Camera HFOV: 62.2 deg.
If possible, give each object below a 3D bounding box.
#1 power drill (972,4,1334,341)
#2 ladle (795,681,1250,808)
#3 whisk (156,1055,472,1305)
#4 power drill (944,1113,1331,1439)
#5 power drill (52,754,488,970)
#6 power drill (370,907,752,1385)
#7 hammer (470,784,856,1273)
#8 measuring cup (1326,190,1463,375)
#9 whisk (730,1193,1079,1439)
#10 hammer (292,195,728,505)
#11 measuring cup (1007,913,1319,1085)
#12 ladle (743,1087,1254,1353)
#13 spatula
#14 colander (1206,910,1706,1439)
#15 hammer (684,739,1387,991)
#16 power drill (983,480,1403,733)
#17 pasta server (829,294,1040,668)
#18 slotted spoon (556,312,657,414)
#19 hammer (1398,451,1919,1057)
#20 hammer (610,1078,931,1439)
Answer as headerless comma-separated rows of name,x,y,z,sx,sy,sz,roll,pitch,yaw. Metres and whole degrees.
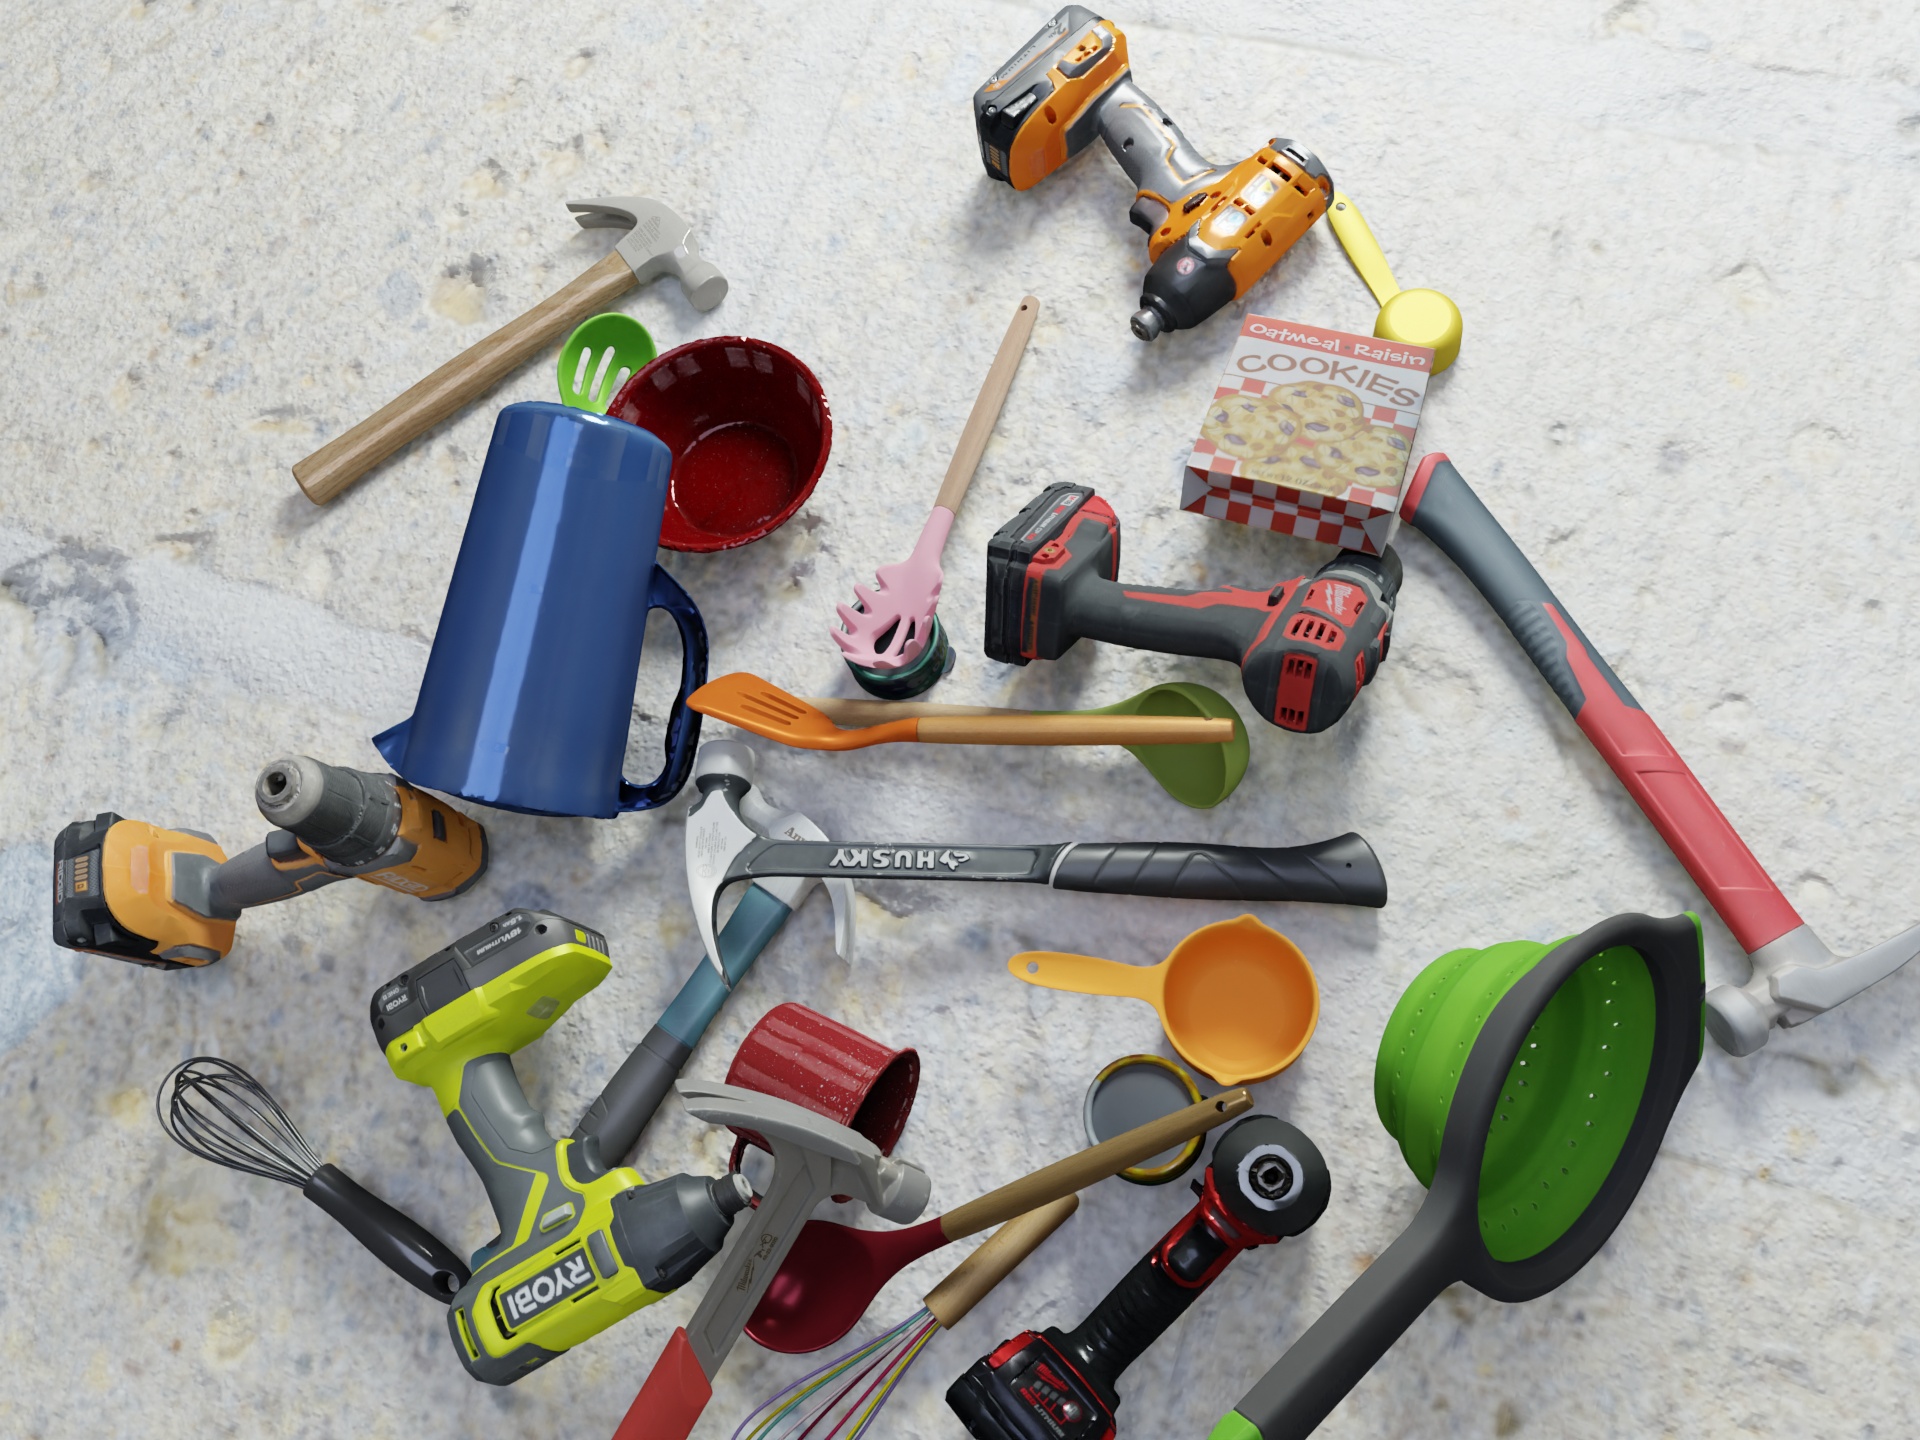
power drill,0.115,-0.364,1.077,0.227,0.084,0.164,42,82,16
ladle,0.016,0.006,0.972,0.320,0.078,0.062,3,30,15
whisk,-0.384,0.277,0.946,0.239,0.055,0.055,30,78,14
power drill,0.101,0.290,0.808,0.219,0.143,0.079,-44,72,-5
power drill,-0.425,0.081,0.951,0.226,0.185,0.084,-14,70,8
power drill,-0.225,0.226,0.887,0.171,0.080,0.223,-31,67,3
hammer,-0.179,0.199,0.946,0.128,0.033,0.331,31,78,19
measuring cup,0.279,-0.296,1.049,0.062,0.029,0.157,-23,70,1
whisk,-0.028,0.341,0.863,0.245,0.047,0.051,-40,100,-11
hammer,-0.334,-0.264,1.141,0.331,0.031,0.130,-36,69,-4
measuring cup,0.115,0.155,0.902,0.173,0.052,0.095,7,72,14
ladle,0.014,0.262,0.853,0.315,0.031,0.069,-28,67,16
spatula,-0.001,-0.003,0.936,0.322,0.081,0.041,0,106,17
colander,0.220,0.221,0.778,0.397,0.204,0.095,-32,32,-29
hammer,0.040,0.088,0.926,0.409,0.036,0.149,1,63,4
power drill,0.145,-0.076,0.943,0.227,0.080,0.188,15,34,21
pasta server,-0.004,-0.159,1.020,0.060,0.040,0.316,10,63,21
slotted spoon,-0.282,-0.133,1.081,0.031,0.070,0.314,0,68,55
hammer,0.390,-0.009,0.922,0.143,0.038,0.387,-28,68,-3
hammer,-0.163,0.359,0.820,0.149,0.037,0.359,29,94,-26
